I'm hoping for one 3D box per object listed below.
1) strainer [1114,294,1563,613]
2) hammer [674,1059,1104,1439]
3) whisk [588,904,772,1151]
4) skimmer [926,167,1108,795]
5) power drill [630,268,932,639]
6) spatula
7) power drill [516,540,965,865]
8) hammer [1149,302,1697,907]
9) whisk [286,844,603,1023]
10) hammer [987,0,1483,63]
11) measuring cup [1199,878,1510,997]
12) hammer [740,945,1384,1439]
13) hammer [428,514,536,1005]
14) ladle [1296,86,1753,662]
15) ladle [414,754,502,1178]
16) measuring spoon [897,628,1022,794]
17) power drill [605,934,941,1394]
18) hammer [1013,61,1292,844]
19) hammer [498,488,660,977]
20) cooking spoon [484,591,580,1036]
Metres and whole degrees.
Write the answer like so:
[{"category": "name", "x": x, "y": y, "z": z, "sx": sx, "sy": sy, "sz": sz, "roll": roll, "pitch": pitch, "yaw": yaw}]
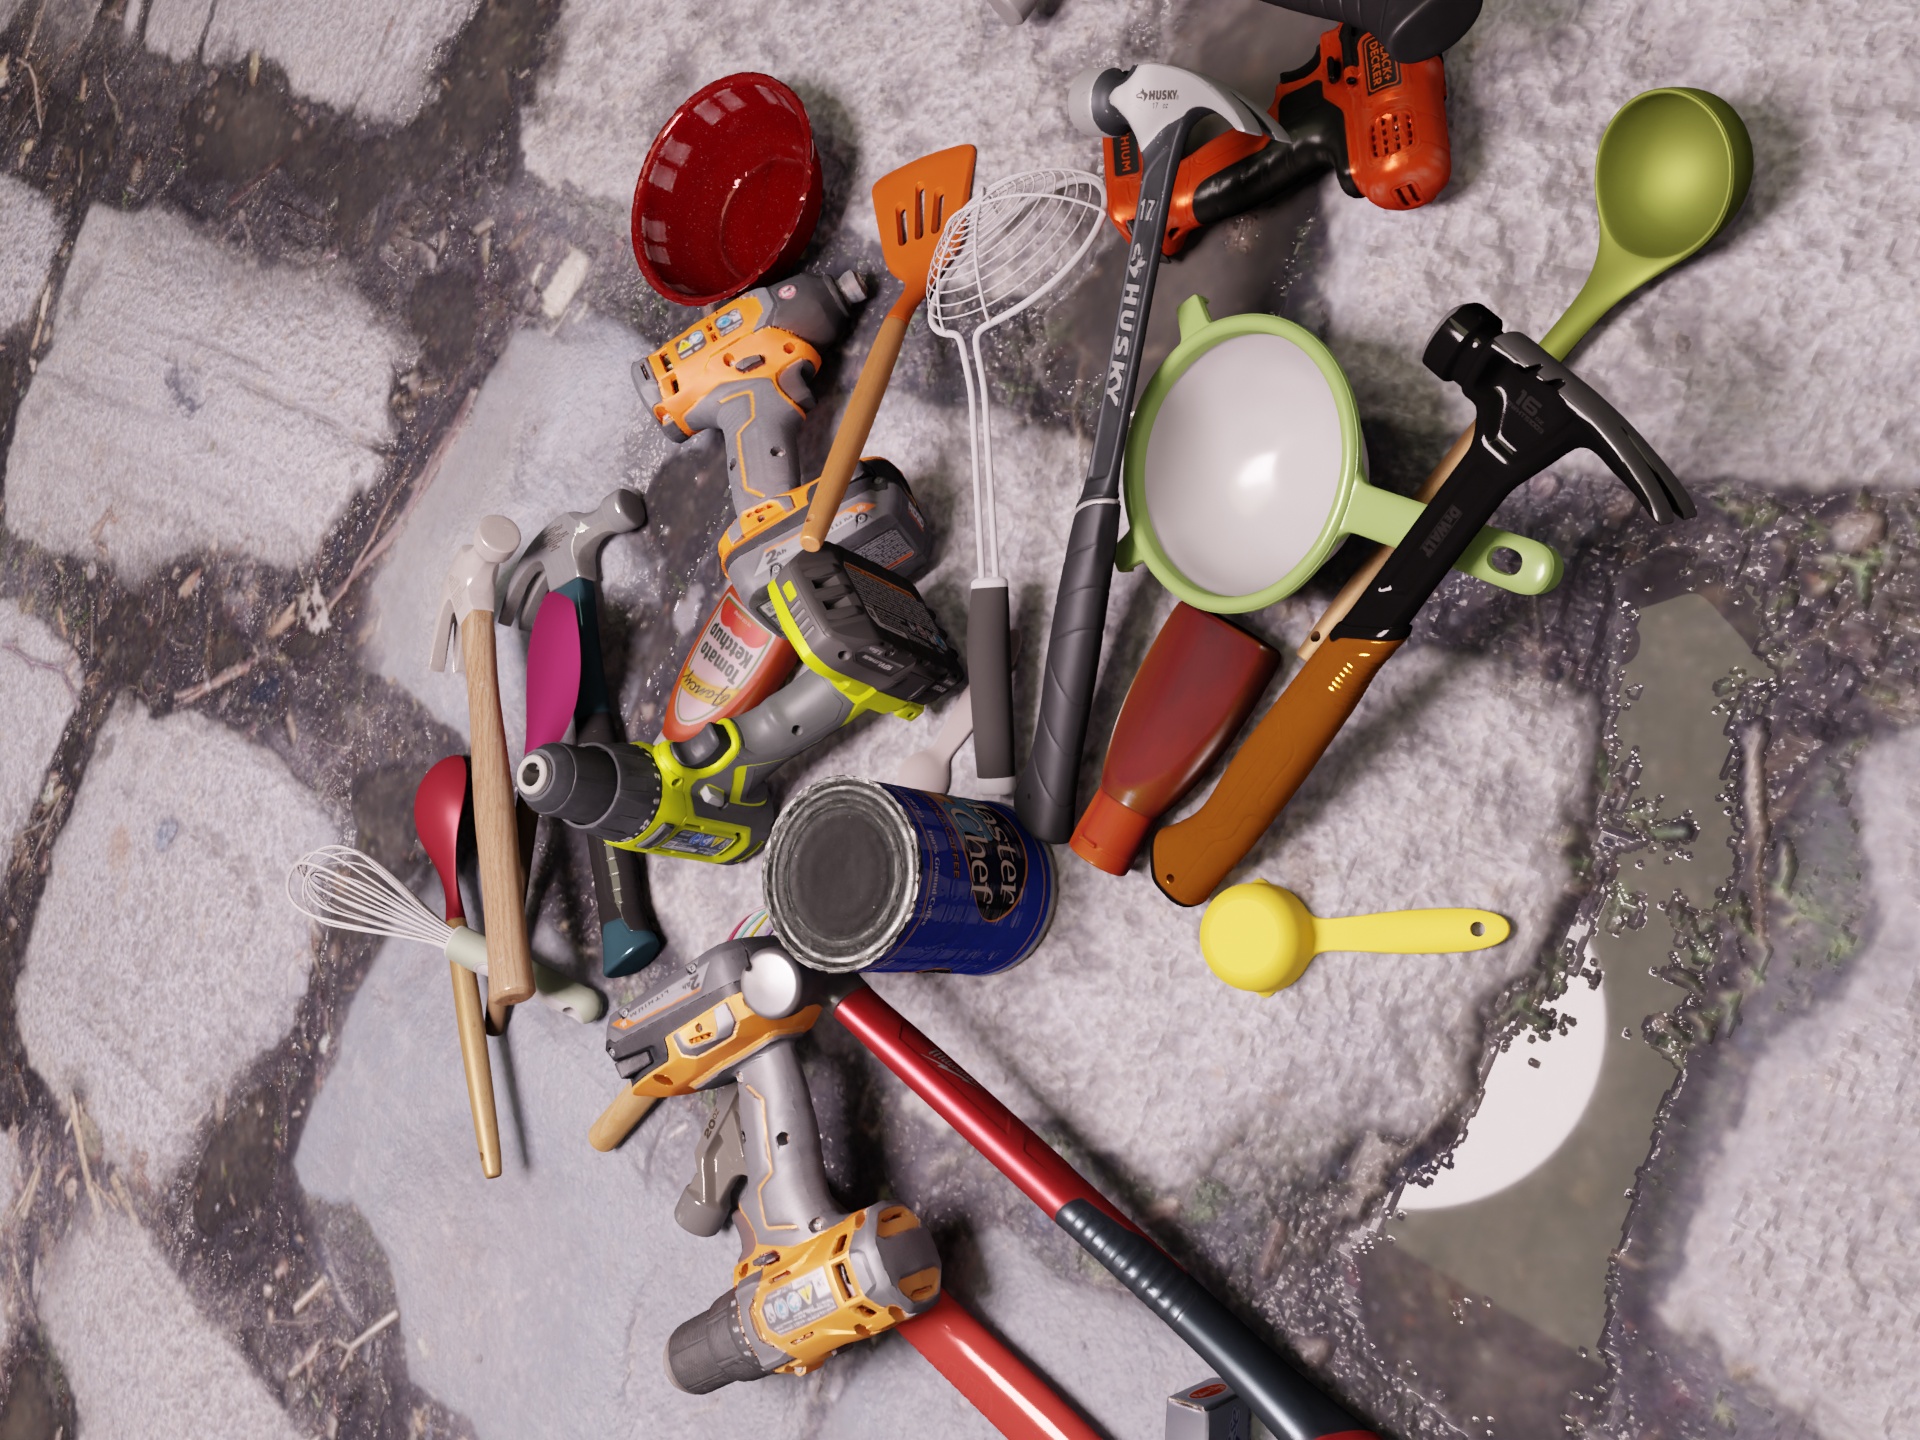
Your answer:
[{"category": "strainer", "x": 0.193, "y": -0.111, "z": 0.789, "sx": 0.257, "sy": 0.069, "sz": 0.151, "roll": 30, "pitch": 113, "yaw": 43}, {"category": "hammer", "x": -0.019, "y": 0.322, "z": 0.892, "sx": 0.359, "sy": 0.036, "sz": 0.149, "roll": 33, "pitch": 100, "yaw": 33}, {"category": "whisk", "x": -0.165, "y": 0.194, "z": 1.007, "sx": 0.245, "sy": 0.051, "sz": 0.047, "roll": -49, "pitch": 65, "yaw": 20}, {"category": "skimmer", "x": 0.036, "y": -0.141, "z": 0.928, "sx": 0.127, "sy": 0.090, "sz": 0.363, "roll": -1, "pitch": 93, "yaw": 47}, {"category": "power drill", "x": -0.102, "y": -0.181, "z": 1.001, "sx": 0.164, "sy": 0.084, "sz": 0.227, "roll": -30, "pitch": 62, "yaw": 7}, {"category": "spatula", "x": -0.051, "y": -0.228, "z": 0.953, "sx": 0.081, "sy": 0.041, "sz": 0.323, "roll": -10, "pitch": 47, "yaw": 31}, {"category": "power drill", "x": -0.129, "y": 0.000, "z": 0.931, "sx": 0.228, "sy": 0.190, "sz": 0.080, "roll": -38, "pitch": 63, "yaw": 18}, {"category": "hammer", "x": 0.184, "y": -0.019, "z": 0.740, "sx": 0.127, "sy": 0.034, "sz": 0.336, "roll": 51, "pitch": 134, "yaw": 24}, {"category": "whisk", "x": -0.354, "y": 0.149, "z": 1.093, "sx": 0.246, "sy": 0.057, "sz": 0.059, "roll": 24, "pitch": 51, "yaw": 10}, {"category": "hammer", "x": 0.148, "y": -0.414, "z": 0.855, "sx": 0.146, "sy": 0.035, "sz": 0.335, "roll": -50, "pitch": 45, "yaw": 4}, {"category": "measuring cup", "x": 0.191, "y": 0.106, "z": 0.792, "sx": 0.156, "sy": 0.029, "sz": 0.062, "roll": -8, "pitch": 78, "yaw": 34}, {"category": "hammer", "x": 0.057, "y": 0.241, "z": 0.833, "sx": 0.386, "sy": 0.143, "sz": 0.038, "roll": 39, "pitch": 105, "yaw": 20}, {"category": "hammer", "x": -0.323, "y": 0.032, "z": 1.091, "sx": 0.130, "sy": 0.031, "sz": 0.332, "roll": -38, "pitch": 56, "yaw": 47}, {"category": "ladle", "x": 0.262, "y": -0.158, "z": 0.778, "sx": 0.320, "sy": 0.062, "sz": 0.078, "roll": -54, "pitch": 47, "yaw": 17}, {"category": "ladle", "x": -0.354, "y": 0.167, "z": 1.128, "sx": 0.069, "sy": 0.031, "sz": 0.316, "roll": -37, "pitch": 59, "yaw": 40}, {"category": "measuring spoon", "x": -0.002, "y": -0.003, "z": 0.946, "sx": 0.034, "sy": 0.018, "sz": 0.124, "roll": 39, "pitch": 102, "yaw": 32}, {"category": "power drill", "x": -0.126, "y": 0.260, "z": 0.908, "sx": 0.185, "sy": 0.084, "sz": 0.226, "roll": -35, "pitch": 69, "yaw": 26}, {"category": "hammer", "x": 0.080, "y": -0.130, "z": 0.838, "sx": 0.149, "sy": 0.036, "sz": 0.408, "roll": 31, "pitch": 117, "yaw": 54}, {"category": "hammer", "x": -0.251, "y": 0.011, "z": 1.100, "sx": 0.128, "sy": 0.033, "sz": 0.331, "roll": -22, "pitch": 70, "yaw": 28}, {"category": "cooking spoon", "x": -0.301, "y": 0.069, "z": 1.099, "sx": 0.069, "sy": 0.017, "sz": 0.319, "roll": 21, "pitch": 104, "yaw": 44}]
